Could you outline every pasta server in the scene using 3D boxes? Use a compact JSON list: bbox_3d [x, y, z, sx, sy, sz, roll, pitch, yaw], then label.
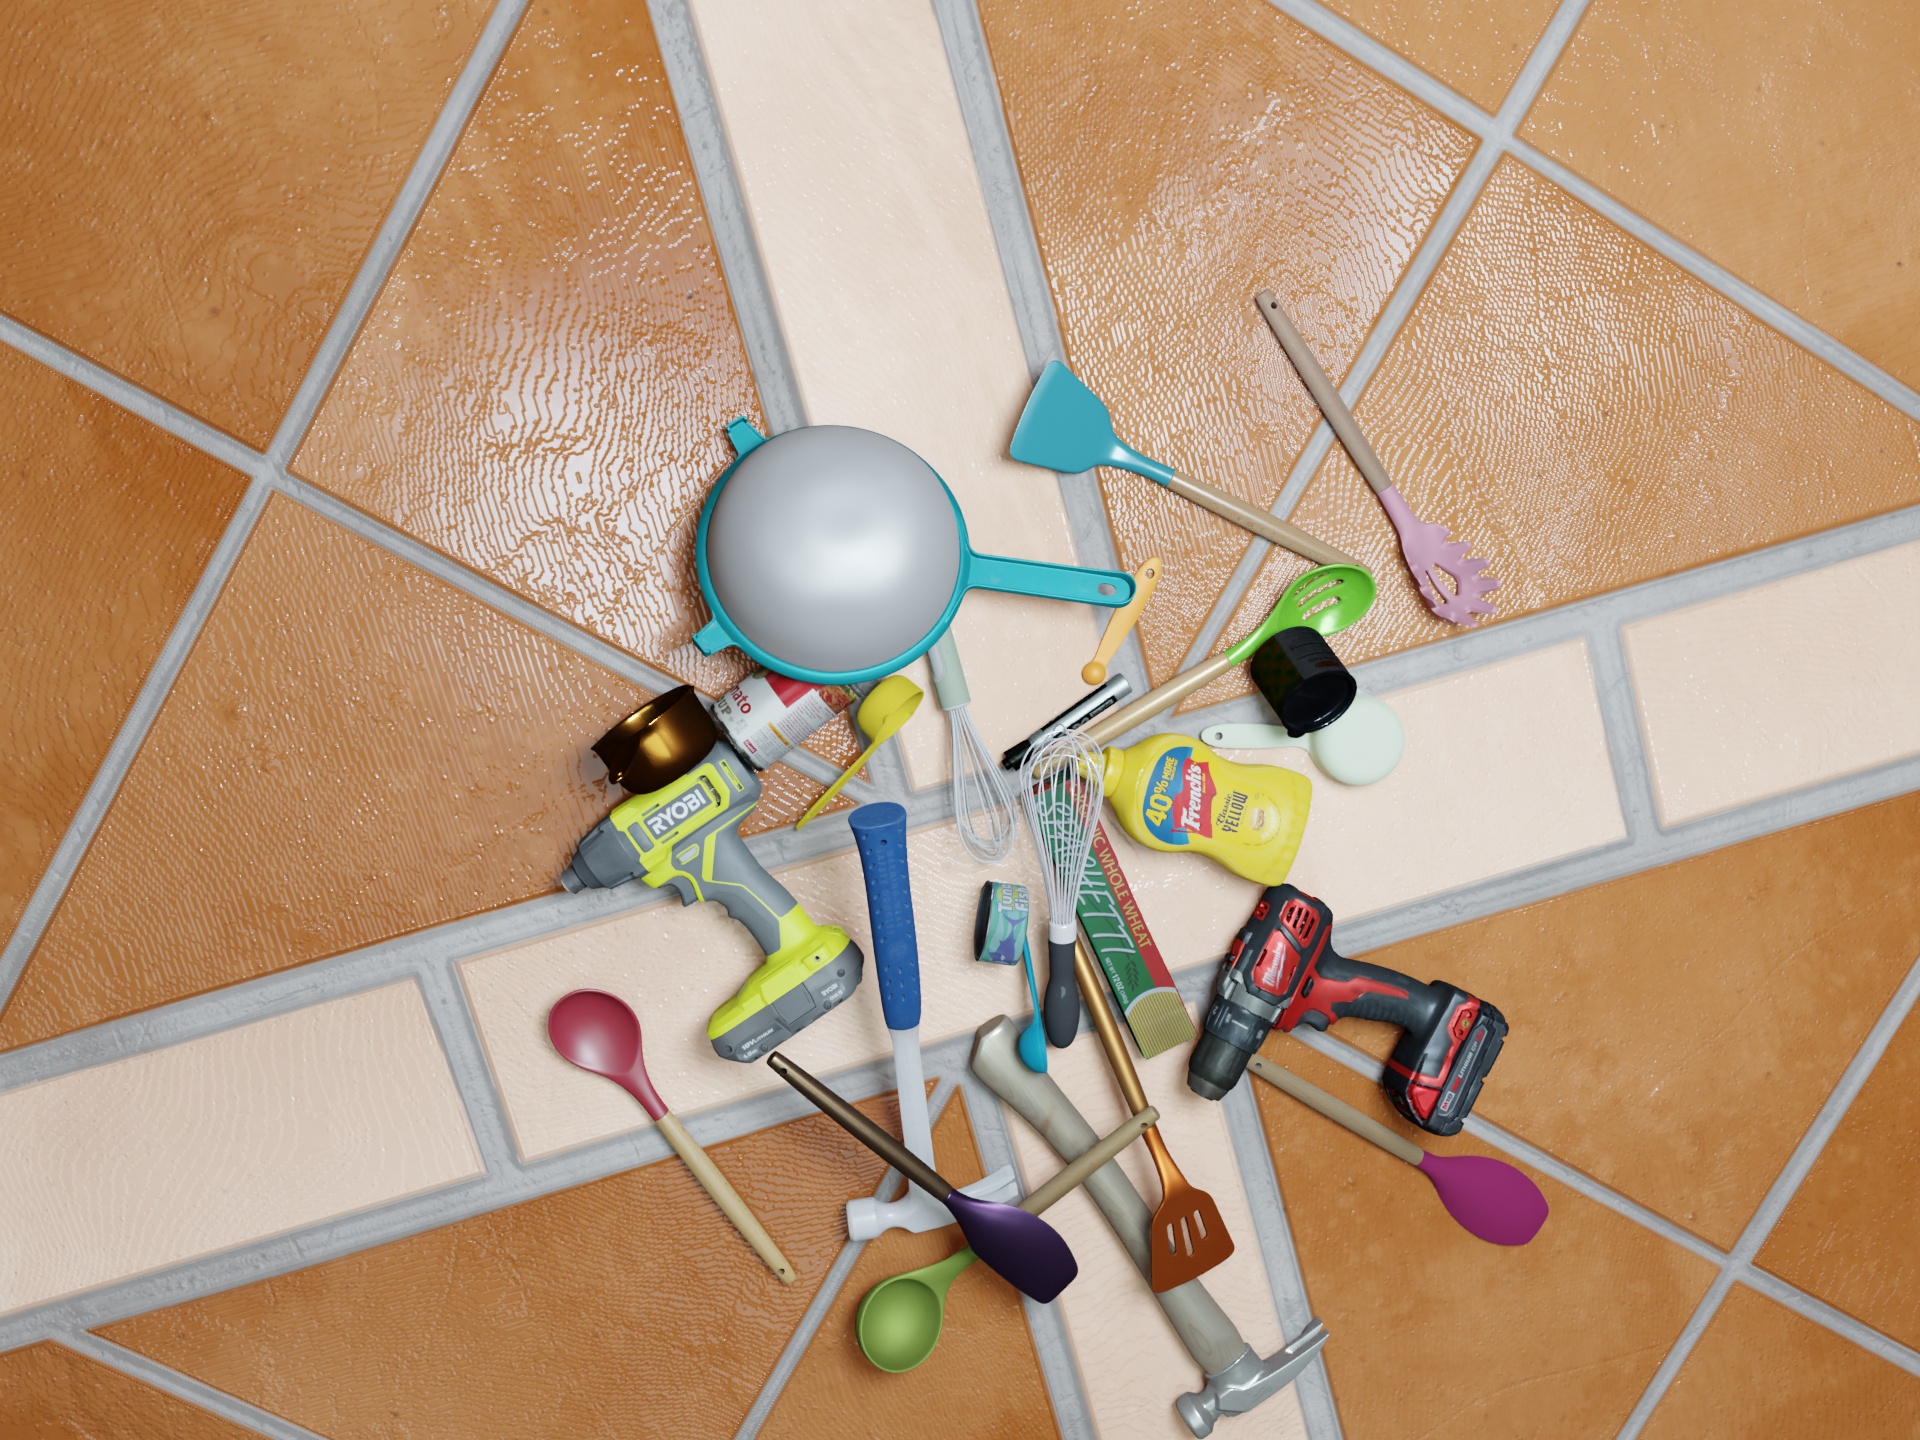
[{"bbox_3d":[0.329,-0.210,1.274,0.060,0.040,0.316,-36,98,-11],"label":"pasta server"}]

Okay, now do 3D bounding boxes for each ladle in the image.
[{"bbox_3d":[-0.230,0.345,1.310,0.069,0.031,0.315,-34,101,3],"label":"ladle"},{"bbox_3d":[0.040,0.422,1.302,0.320,0.062,0.078,-41,108,12],"label":"ladle"}]

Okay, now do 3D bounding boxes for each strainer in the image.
[{"bbox_3d":[-0.030,-0.130,1.189,0.340,0.095,0.211,8,75,-3],"label":"strainer"}]

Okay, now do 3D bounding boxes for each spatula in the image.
[{"bbox_3d":[0.142,0.313,1.316,0.081,0.041,0.322,-21,87,-17],"label":"spatula"},{"bbox_3d":[-0.029,0.358,1.258,0.315,0.018,0.060,41,98,-13],"label":"spatula"},{"bbox_3d":[0.191,-0.180,1.263,0.317,0.044,0.082,24,92,-9],"label":"spatula"}]

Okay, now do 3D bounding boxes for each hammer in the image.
[{"bbox_3d":[-0.038,0.244,1.245,0.144,0.035,0.405,-8,118,-6],"label":"hammer"},{"bbox_3d":[0.149,0.412,1.345,0.146,0.038,0.410,-35,99,-1],"label":"hammer"}]

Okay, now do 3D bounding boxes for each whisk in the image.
[{"bbox_3d":[-0.002,-0.004,1.272,0.059,0.058,0.246,-19,96,-37],"label":"whisk"},{"bbox_3d":[0.081,0.137,1.265,0.070,0.070,0.284,-3,111,-4],"label":"whisk"}]

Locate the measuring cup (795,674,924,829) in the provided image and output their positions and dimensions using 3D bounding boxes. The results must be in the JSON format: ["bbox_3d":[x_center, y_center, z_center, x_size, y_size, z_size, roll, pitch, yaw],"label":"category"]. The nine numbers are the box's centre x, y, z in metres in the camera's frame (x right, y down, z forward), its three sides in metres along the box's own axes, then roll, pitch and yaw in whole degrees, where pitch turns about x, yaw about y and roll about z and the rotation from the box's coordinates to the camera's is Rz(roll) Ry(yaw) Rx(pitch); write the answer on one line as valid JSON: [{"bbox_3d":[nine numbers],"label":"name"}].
[{"bbox_3d":[-0.089,0.025,1.271,0.029,0.062,0.156,45,104,10],"label":"measuring cup"}]

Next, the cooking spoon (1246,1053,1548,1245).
[{"bbox_3d":[0.372,0.364,1.365,0.318,0.017,0.069,31,94,-9],"label":"cooking spoon"}]

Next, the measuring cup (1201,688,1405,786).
[{"bbox_3d":[0.282,0.016,1.299,0.167,0.038,0.083,1,98,-7],"label":"measuring cup"}]

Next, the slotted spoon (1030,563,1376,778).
[{"bbox_3d":[0.193,-0.038,1.290,0.314,0.031,0.070,-31,127,3],"label":"slotted spoon"}]

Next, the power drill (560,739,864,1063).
[{"bbox_3d":[-0.194,0.151,1.263,0.171,0.080,0.223,-34,95,0],"label":"power drill"}]

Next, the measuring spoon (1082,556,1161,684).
[{"bbox_3d":[0.132,-0.080,1.287,0.021,0.011,0.117,28,95,-8],"label":"measuring spoon"}]

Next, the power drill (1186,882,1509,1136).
[{"bbox_3d":[0.311,0.260,1.311,0.226,0.080,0.188,28,88,-5],"label":"power drill"}]

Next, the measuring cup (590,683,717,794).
[{"bbox_3d":[-0.228,0.031,1.177,0.095,0.174,0.052,-30,108,8],"label":"measuring cup"}]

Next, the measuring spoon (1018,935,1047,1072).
[{"bbox_3d":[0.051,0.225,1.301,0.021,0.042,0.129,-11,75,7],"label":"measuring spoon"}]
